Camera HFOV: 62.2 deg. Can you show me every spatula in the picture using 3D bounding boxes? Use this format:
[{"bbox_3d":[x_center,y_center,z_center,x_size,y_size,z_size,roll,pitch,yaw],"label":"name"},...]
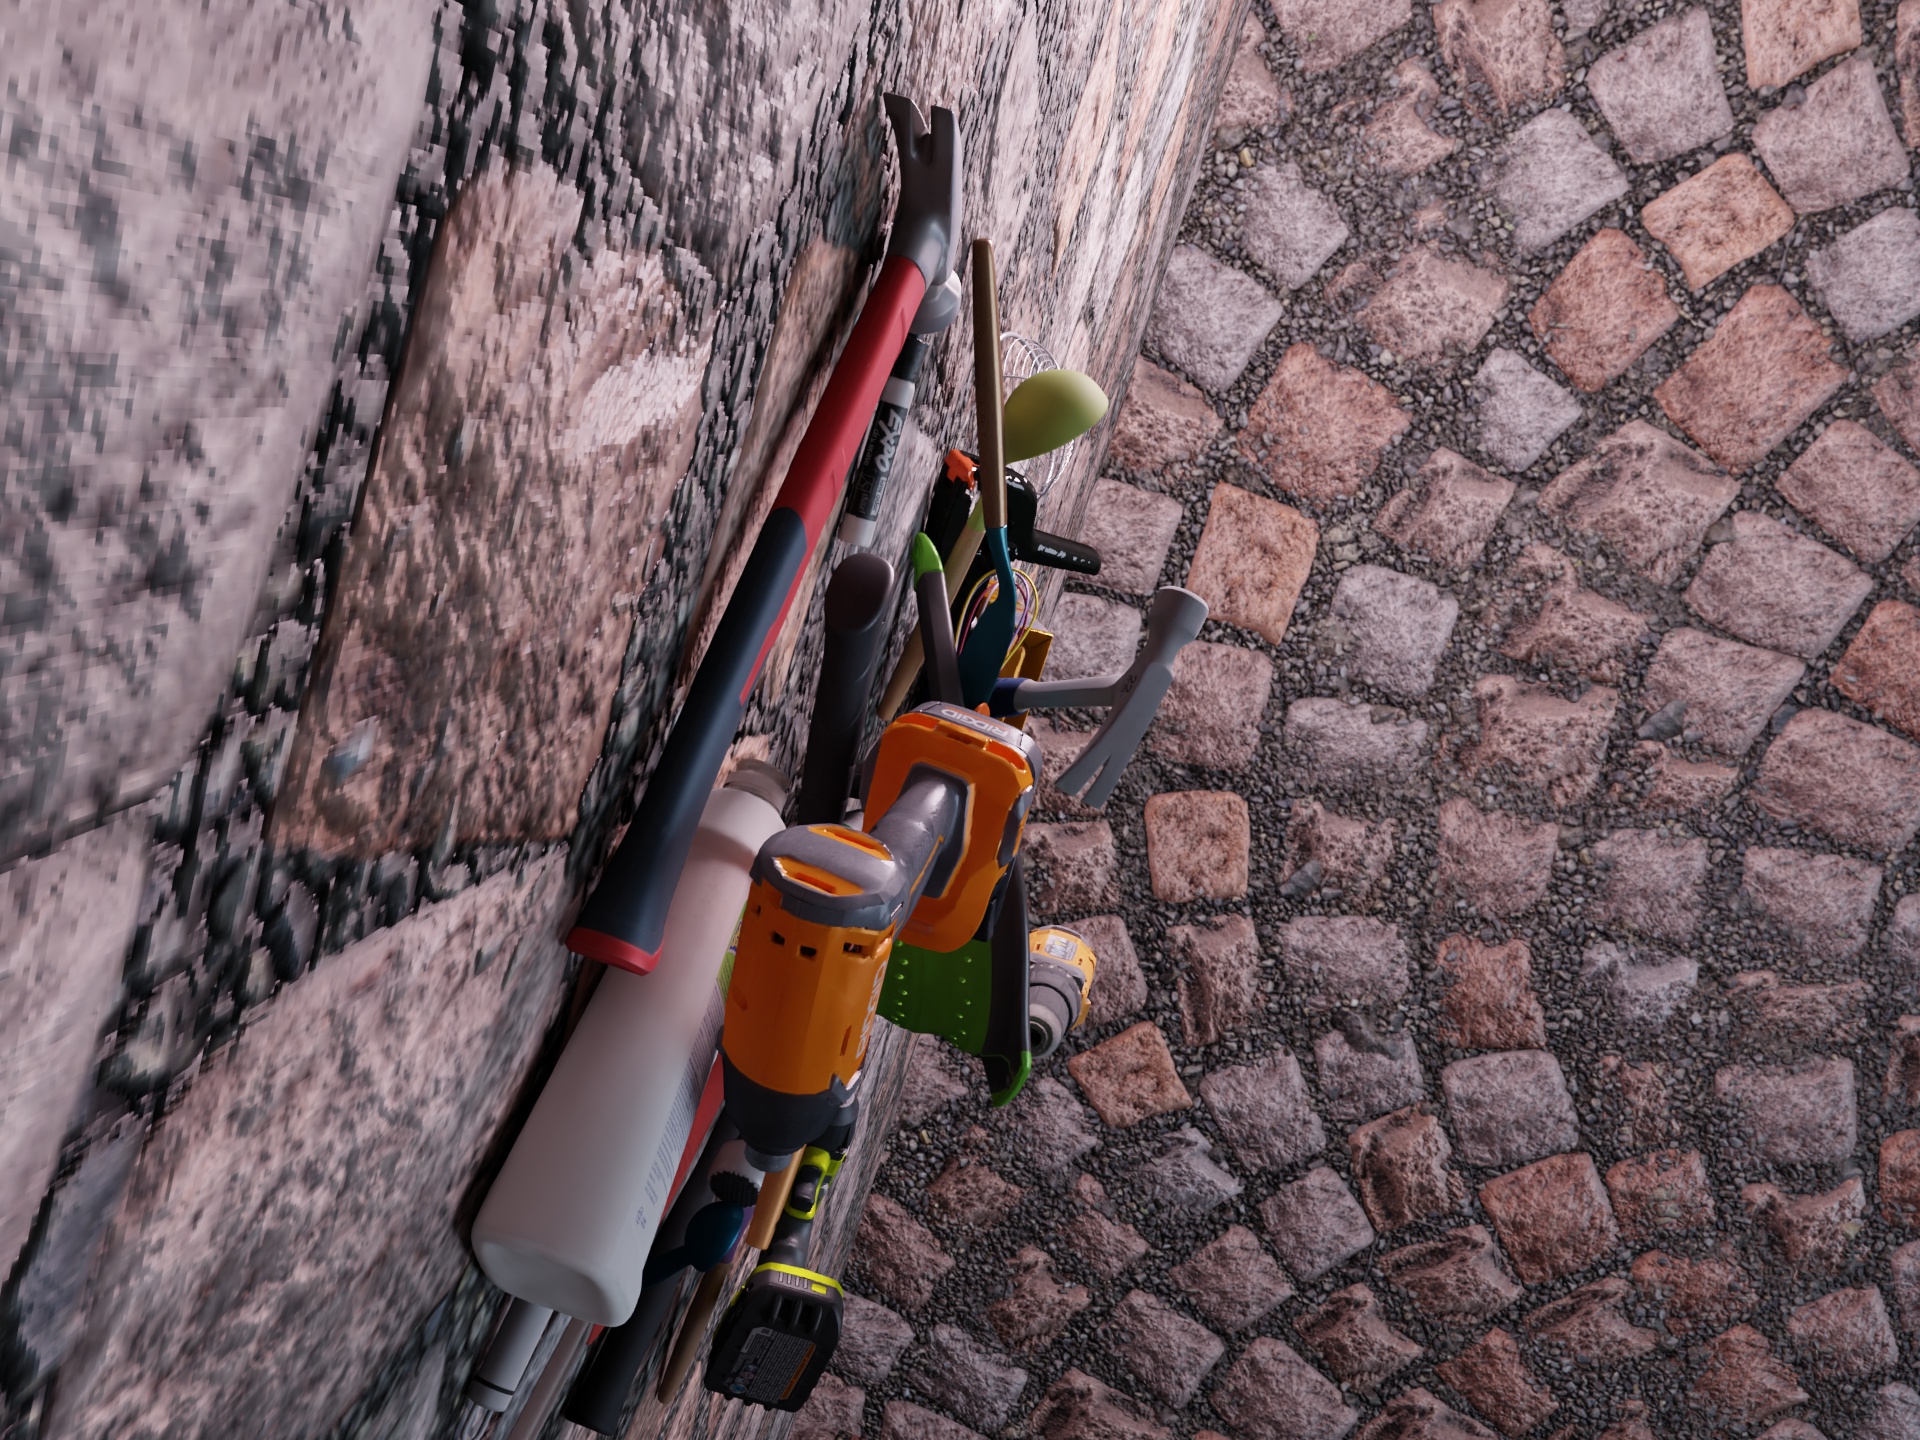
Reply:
[{"bbox_3d":[-0.053,0.139,0.896,0.081,0.041,0.323,84,24,-77],"label":"spatula"},{"bbox_3d":[0.012,-0.151,1.044,0.082,0.044,0.317,-119,-156,-63],"label":"spatula"},{"bbox_3d":[-0.188,0.425,1.210,0.060,0.018,0.315,-36,153,-55],"label":"spatula"}]

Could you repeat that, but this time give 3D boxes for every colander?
[{"bbox_3d":[-0.036,0.053,1.040,0.204,0.094,0.397,109,-25,-62],"label":"colander"}]

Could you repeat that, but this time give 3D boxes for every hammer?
[{"bbox_3d":[-0.079,0.087,0.863,0.149,0.036,0.408,-65,170,-52],"label":"hammer"},{"bbox_3d":[-0.184,0.292,0.868,0.359,0.037,0.149,-65,171,-48],"label":"hammer"},{"bbox_3d":[0.047,-0.013,1.158,0.144,0.035,0.405,-63,-163,-10],"label":"hammer"},{"bbox_3d":[-0.077,-0.080,0.678,0.143,0.038,0.386,91,19,-69],"label":"hammer"},{"bbox_3d":[-0.172,0.308,1.052,0.146,0.035,0.335,104,7,-45],"label":"hammer"}]

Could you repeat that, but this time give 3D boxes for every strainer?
[{"bbox_3d":[-0.169,0.213,0.752,0.258,0.050,0.086,-66,157,-21],"label":"strainer"}]

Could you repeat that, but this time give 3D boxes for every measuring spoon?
[{"bbox_3d":[-0.173,0.311,0.931,0.128,0.021,0.042,-36,-159,35],"label":"measuring spoon"}]

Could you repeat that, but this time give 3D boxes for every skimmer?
[{"bbox_3d":[0.002,-0.141,1.302,0.363,0.090,0.127,-63,176,38],"label":"skimmer"}]

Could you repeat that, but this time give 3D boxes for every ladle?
[{"bbox_3d":[0.012,-0.113,1.136,0.078,0.062,0.320,-72,-172,-54],"label":"ladle"}]

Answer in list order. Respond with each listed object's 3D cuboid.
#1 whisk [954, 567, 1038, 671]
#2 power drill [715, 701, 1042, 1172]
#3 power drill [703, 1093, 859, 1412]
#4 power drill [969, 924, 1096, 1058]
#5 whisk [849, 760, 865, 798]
[{"bbox_3d":[0.000,-0.003,1.153,0.051,0.047,0.245,-15,-129,66],"label":"whisk"},{"bbox_3d":[-0.041,0.097,0.741,0.226,0.084,0.164,-45,153,-62],"label":"power drill"},{"bbox_3d":[-0.128,0.393,1.227,0.223,0.080,0.171,-84,-164,-55],"label":"power drill"},{"bbox_3d":[-0.012,0.179,1.188,0.185,0.226,0.084,-46,154,-77],"label":"power drill"},{"bbox_3d":[-0.054,0.039,1.210,0.296,0.073,0.073,-6,115,-78],"label":"whisk"}]
